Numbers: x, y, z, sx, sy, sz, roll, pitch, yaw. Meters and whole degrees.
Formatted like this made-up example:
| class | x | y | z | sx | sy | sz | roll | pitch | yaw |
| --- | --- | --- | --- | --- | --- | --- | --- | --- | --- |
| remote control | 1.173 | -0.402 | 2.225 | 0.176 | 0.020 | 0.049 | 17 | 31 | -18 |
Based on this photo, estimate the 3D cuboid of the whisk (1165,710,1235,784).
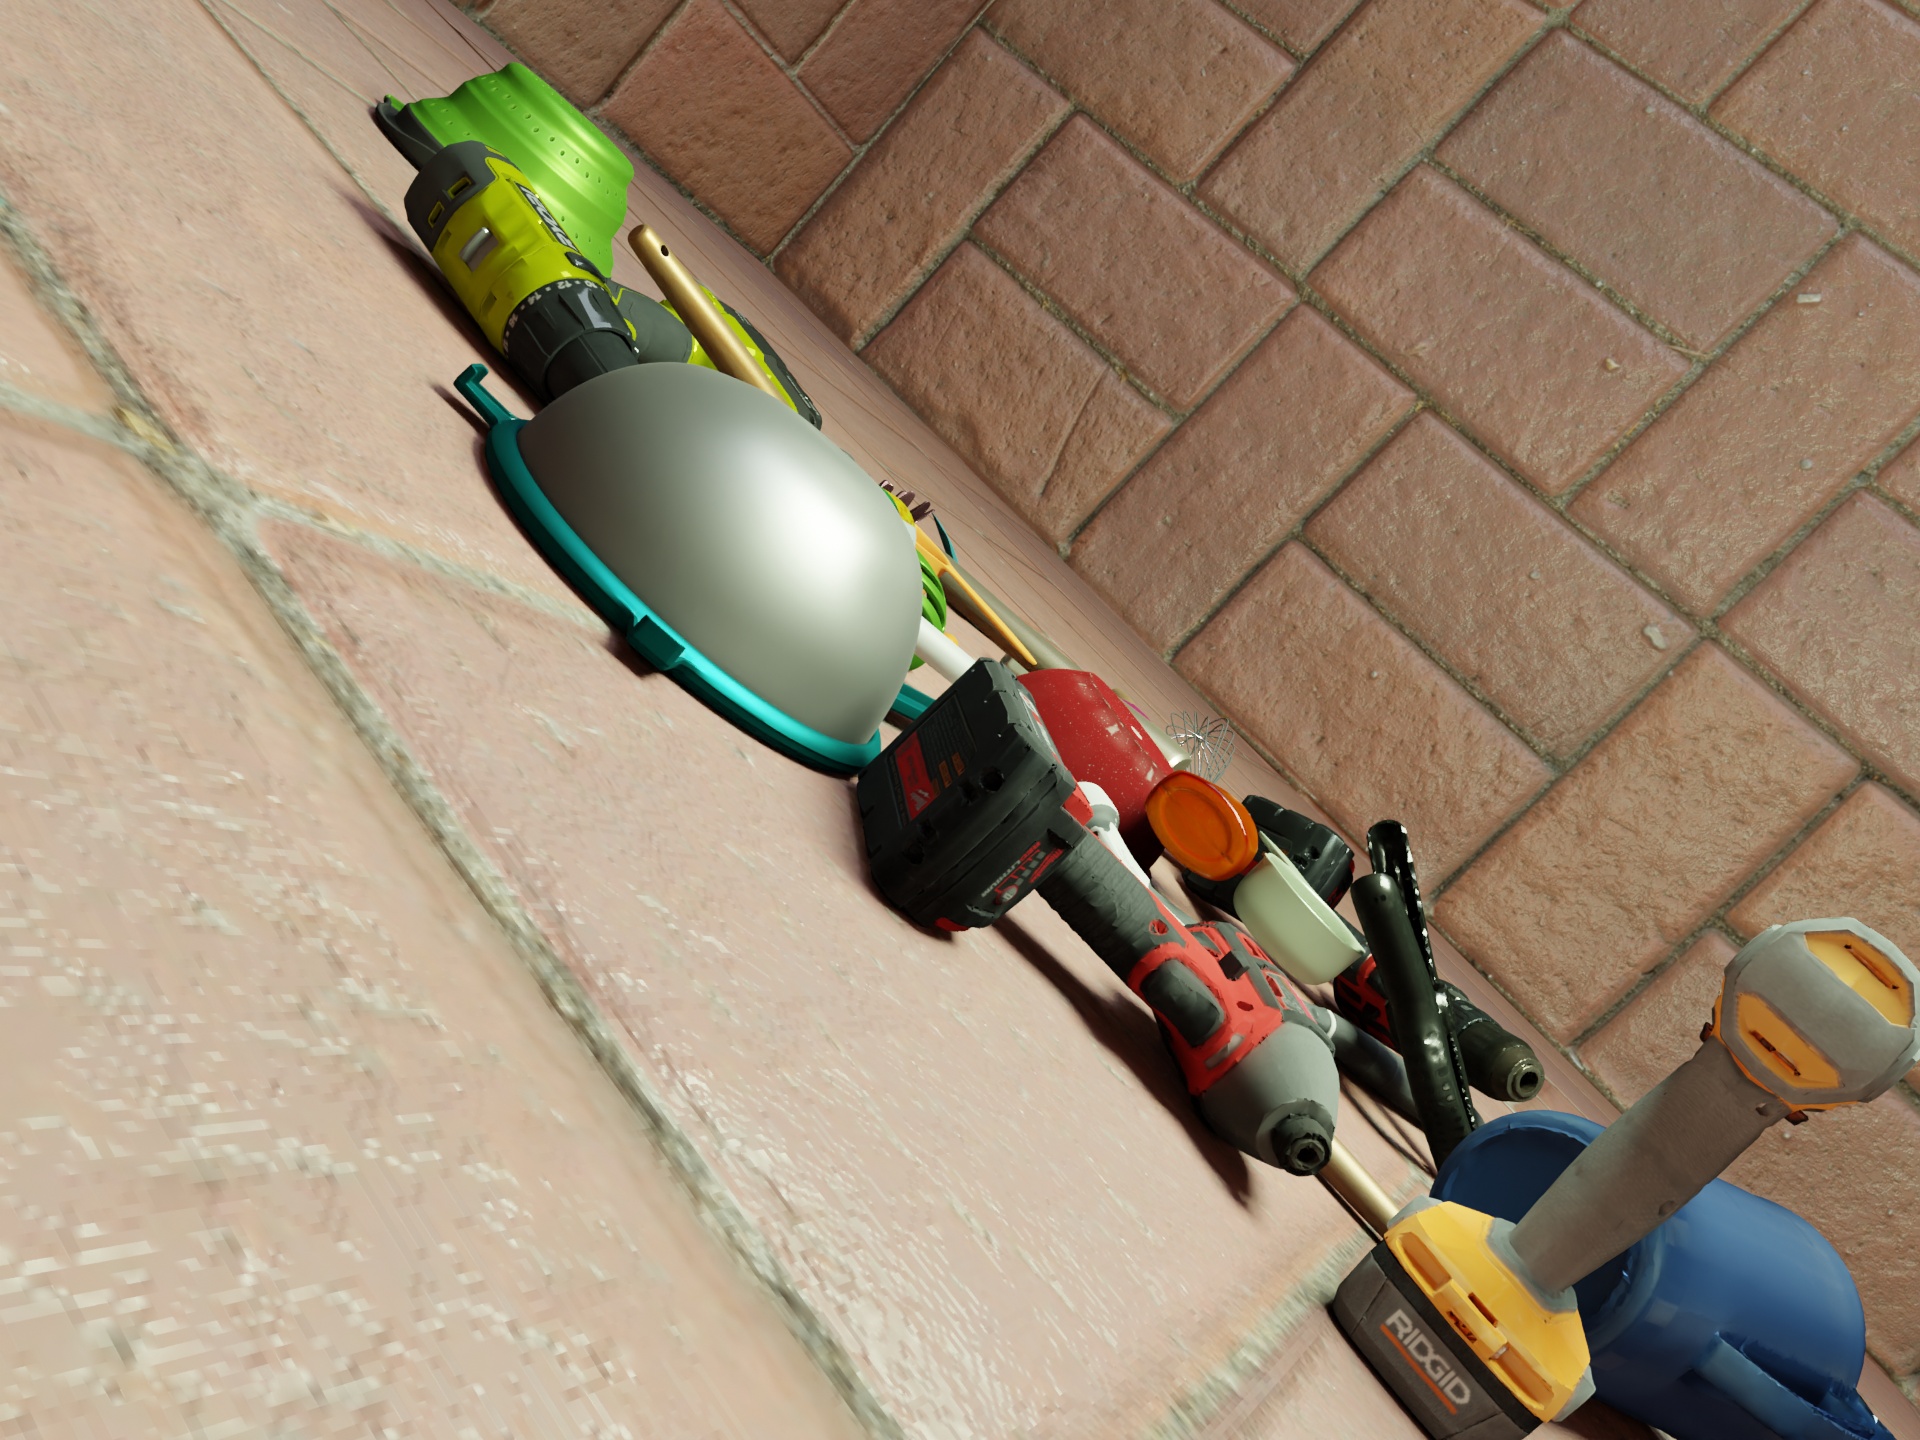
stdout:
| class | x | y | z | sx | sy | sz | roll | pitch | yaw |
| --- | --- | --- | --- | --- | --- | --- | --- | --- | --- |
| whisk | 0.192 | 0.054 | 1.309 | 0.070 | 0.070 | 0.285 | 43 | 19 | -6 |

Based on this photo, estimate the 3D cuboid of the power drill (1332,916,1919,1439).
| class | x | y | z | sx | sy | sz | roll | pitch | yaw |
| --- | --- | --- | --- | --- | --- | --- | --- | --- | --- |
| power drill | 0.260 | 0.168 | 0.602 | 0.084 | 0.226 | 0.185 | 48 | 10 | 26 |

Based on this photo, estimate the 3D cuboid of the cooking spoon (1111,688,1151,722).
| class | x | y | z | sx | sy | sz | roll | pitch | yaw |
| --- | --- | --- | --- | --- | --- | --- | --- | --- | --- |
| cooking spoon | 0.141 | -0.010 | 1.350 | 0.069 | 0.017 | 0.319 | 44 | 5 | -2 |

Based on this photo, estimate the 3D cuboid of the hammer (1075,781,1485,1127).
| class | x | y | z | sx | sy | sz | roll | pitch | yaw |
| --- | --- | --- | --- | --- | --- | --- | --- | --- | --- |
| hammer | 0.208 | 0.176 | 0.939 | 0.408 | 0.036 | 0.149 | 37 | 13 | -36 |

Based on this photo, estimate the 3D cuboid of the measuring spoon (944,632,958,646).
| class | x | y | z | sx | sy | sz | roll | pitch | yaw |
| --- | --- | --- | --- | --- | --- | --- | --- | --- | --- |
| measuring spoon | 0.026 | -0.021 | 1.108 | 0.117 | 0.011 | 0.021 | 45 | 10 | 9 |

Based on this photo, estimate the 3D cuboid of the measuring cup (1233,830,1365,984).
| class | x | y | z | sx | sy | sz | roll | pitch | yaw |
| --- | --- | --- | --- | --- | --- | --- | --- | --- | --- |
| measuring cup | 0.186 | 0.104 | 0.941 | 0.083 | 0.038 | 0.168 | 44 | 9 | -10 |

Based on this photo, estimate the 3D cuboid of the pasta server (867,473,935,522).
| class | x | y | z | sx | sy | sz | roll | pitch | yaw |
| --- | --- | --- | --- | --- | --- | --- | --- | --- | --- |
| pasta server | -0.147 | -0.253 | 1.330 | 0.316 | 0.040 | 0.060 | 37 | 0 | -30 |

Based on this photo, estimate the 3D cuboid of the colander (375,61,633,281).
| class | x | y | z | sx | sy | sz | roll | pitch | yaw |
| --- | --- | --- | --- | --- | --- | --- | --- | --- | --- |
| colander | -0.255 | -0.342 | 1.094 | 0.397 | 0.094 | 0.204 | 49 | 11 | 29 |

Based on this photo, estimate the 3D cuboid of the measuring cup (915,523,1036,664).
| class | x | y | z | sx | sy | sz | roll | pitch | yaw |
| --- | --- | --- | --- | --- | --- | --- | --- | --- | --- |
| measuring cup | -0.026 | -0.084 | 1.057 | 0.173 | 0.052 | 0.095 | 46 | 10 | 4 |

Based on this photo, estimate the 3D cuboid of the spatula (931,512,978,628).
| class | x | y | z | sx | sy | sz | roll | pitch | yaw |
| --- | --- | --- | --- | --- | --- | --- | --- | --- | --- |
| spatula | 0.077 | -0.053 | 1.365 | 0.317 | 0.044 | 0.082 | 41 | 9 | -22 |

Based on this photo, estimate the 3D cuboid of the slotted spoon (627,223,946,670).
| class | x | y | z | sx | sy | sz | roll | pitch | yaw |
| --- | --- | --- | --- | --- | --- | --- | --- | --- | --- |
| slotted spoon | -0.082 | -0.138 | 0.858 | 0.313 | 0.031 | 0.070 | 53 | 42 | -40 |

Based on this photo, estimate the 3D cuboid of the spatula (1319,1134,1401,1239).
| class | x | y | z | sx | sy | sz | roll | pitch | yaw |
| --- | --- | --- | --- | --- | --- | --- | --- | --- | --- |
| spatula | 0.105 | 0.131 | 0.758 | 0.316 | 0.018 | 0.059 | 47 | -1 | 22 |

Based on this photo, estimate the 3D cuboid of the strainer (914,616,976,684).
| class | x | y | z | sx | sy | sz | roll | pitch | yaw |
| --- | --- | --- | --- | --- | --- | --- | --- | --- | --- |
| strainer | -0.050 | -0.066 | 0.857 | 0.258 | 0.087 | 0.050 | 39 | -29 | -31 |

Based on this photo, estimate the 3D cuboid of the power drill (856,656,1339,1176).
| class | x | y | z | sx | sy | sz | roll | pitch | yaw |
| --- | --- | --- | --- | --- | --- | --- | --- | --- | --- |
| power drill | 0.064 | 0.086 | 0.627 | 0.219 | 0.078 | 0.143 | 43 | 10 | -19 |

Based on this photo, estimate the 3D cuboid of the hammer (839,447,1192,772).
| class | x | y | z | sx | sy | sz | roll | pitch | yaw |
| --- | --- | --- | --- | --- | --- | --- | --- | --- | --- |
| hammer | 0.000 | -0.092 | 1.136 | 0.411 | 0.038 | 0.146 | 42 | 10 | 23 |

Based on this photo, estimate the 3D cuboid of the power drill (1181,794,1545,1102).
| class | x | y | z | sx | sy | sz | roll | pitch | yaw |
| --- | --- | --- | --- | --- | --- | --- | --- | --- | --- |
| power drill | 0.272 | 0.161 | 1.059 | 0.226 | 0.080 | 0.188 | 43 | -5 | -22 |

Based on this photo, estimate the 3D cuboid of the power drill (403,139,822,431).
| class | x | y | z | sx | sy | sz | roll | pitch | yaw |
| --- | --- | --- | --- | --- | --- | --- | --- | --- | --- |
| power drill | -0.173 | -0.195 | 0.856 | 0.191 | 0.080 | 0.228 | 53 | 14 | 23 |

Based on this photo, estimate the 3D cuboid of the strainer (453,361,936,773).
| class | x | y | z | sx | sy | sz | roll | pitch | yaw |
| --- | --- | --- | --- | --- | --- | --- | --- | --- | --- |
| strainer | -0.053 | -0.064 | 0.719 | 0.211 | 0.095 | 0.340 | 50 | 13 | 35 |
